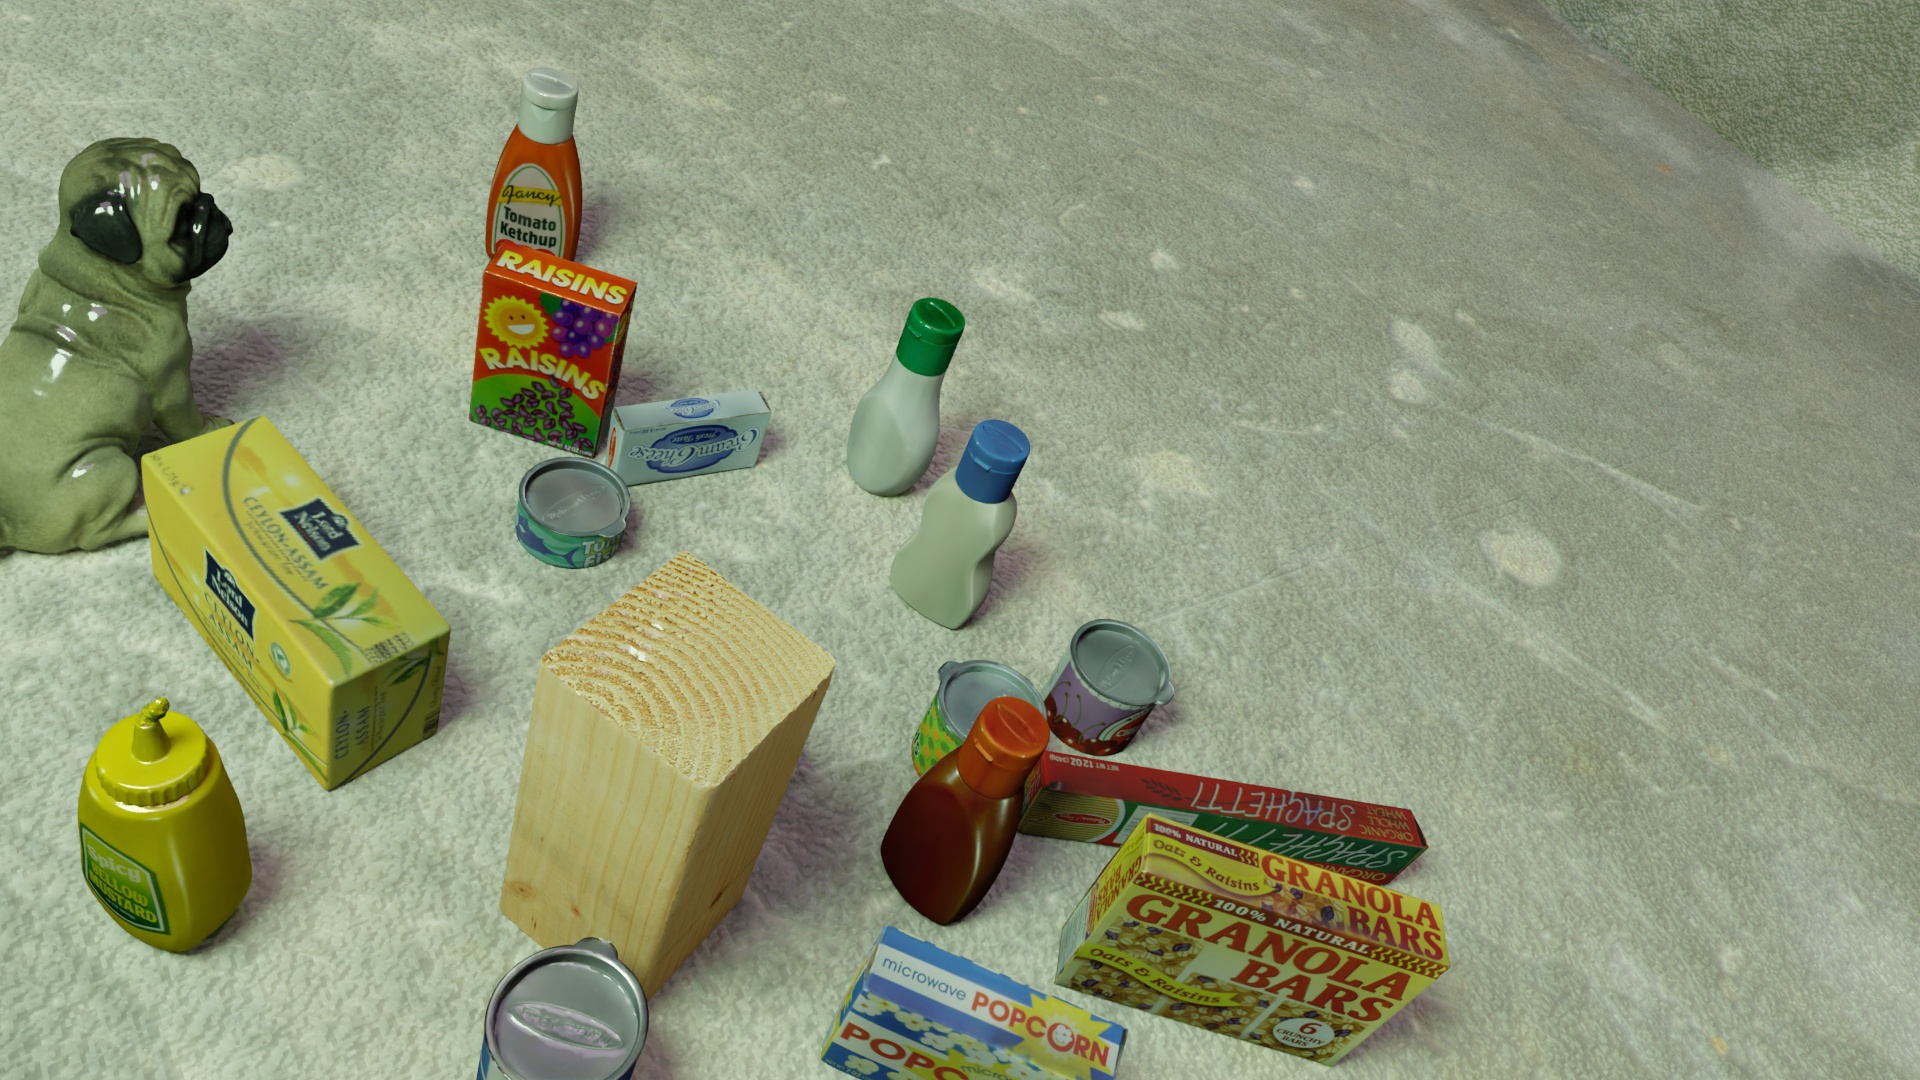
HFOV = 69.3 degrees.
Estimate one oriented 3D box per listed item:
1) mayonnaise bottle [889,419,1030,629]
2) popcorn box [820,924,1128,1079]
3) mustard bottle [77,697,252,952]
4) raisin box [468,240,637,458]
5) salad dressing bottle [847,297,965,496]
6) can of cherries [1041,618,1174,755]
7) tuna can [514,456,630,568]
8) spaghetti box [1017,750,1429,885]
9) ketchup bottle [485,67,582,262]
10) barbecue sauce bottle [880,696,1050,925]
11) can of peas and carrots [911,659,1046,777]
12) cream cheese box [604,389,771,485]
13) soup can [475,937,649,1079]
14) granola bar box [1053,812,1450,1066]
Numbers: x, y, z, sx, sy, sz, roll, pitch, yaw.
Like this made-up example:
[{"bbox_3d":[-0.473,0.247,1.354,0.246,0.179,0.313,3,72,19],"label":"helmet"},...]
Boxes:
[{"bbox_3d":[0.003,-0.011,0.867,0.065,0.147,0.041,36,44,11],"label":"mayonnaise bottle"},{"bbox_3d":[0.004,0.242,0.666,0.127,0.084,0.038,24,43,-1],"label":"popcorn box"},{"bbox_3d":[-0.337,0.114,0.583,0.065,0.159,0.049,30,43,6],"label":"mustard bottle"},{"bbox_3d":[-0.257,-0.118,0.873,0.086,0.122,0.040,18,43,-7],"label":"raisin box"},{"bbox_3d":[-0.036,-0.095,0.932,0.044,0.146,0.064,-23,61,-39],"label":"salad dressing bottle"},{"bbox_3d":[0.092,0.094,0.869,0.071,0.058,0.072,13,44,-13],"label":"can of cherries"},{"bbox_3d":[-0.235,-0.015,0.849,0.071,0.032,0.071,13,44,-13],"label":"tuna can"},{"bbox_3d":[0.157,0.168,0.832,0.250,0.049,0.029,11,45,-14],"label":"spaghetti box"},{"bbox_3d":[-0.295,-0.257,0.974,0.065,0.148,0.044,14,44,-12],"label":"ketchup bottle"},{"bbox_3d":[0.004,0.138,0.721,0.044,0.147,0.065,-24,61,-39],"label":"barbecue sauce bottle"},{"bbox_3d":[0.008,0.112,0.814,0.071,0.058,0.071,13,44,-13],"label":"can of peas and carrots"},{"bbox_3d":[-0.179,-0.067,0.909,0.104,0.053,0.024,-12,54,-33],"label":"cream cheese box"},{"bbox_3d":[-0.174,0.224,0.605,0.071,0.083,0.072,13,44,-13],"label":"soup can"},{"bbox_3d":[0.149,0.212,0.731,0.165,0.123,0.039,19,43,-6],"label":"granola bar box"}]
